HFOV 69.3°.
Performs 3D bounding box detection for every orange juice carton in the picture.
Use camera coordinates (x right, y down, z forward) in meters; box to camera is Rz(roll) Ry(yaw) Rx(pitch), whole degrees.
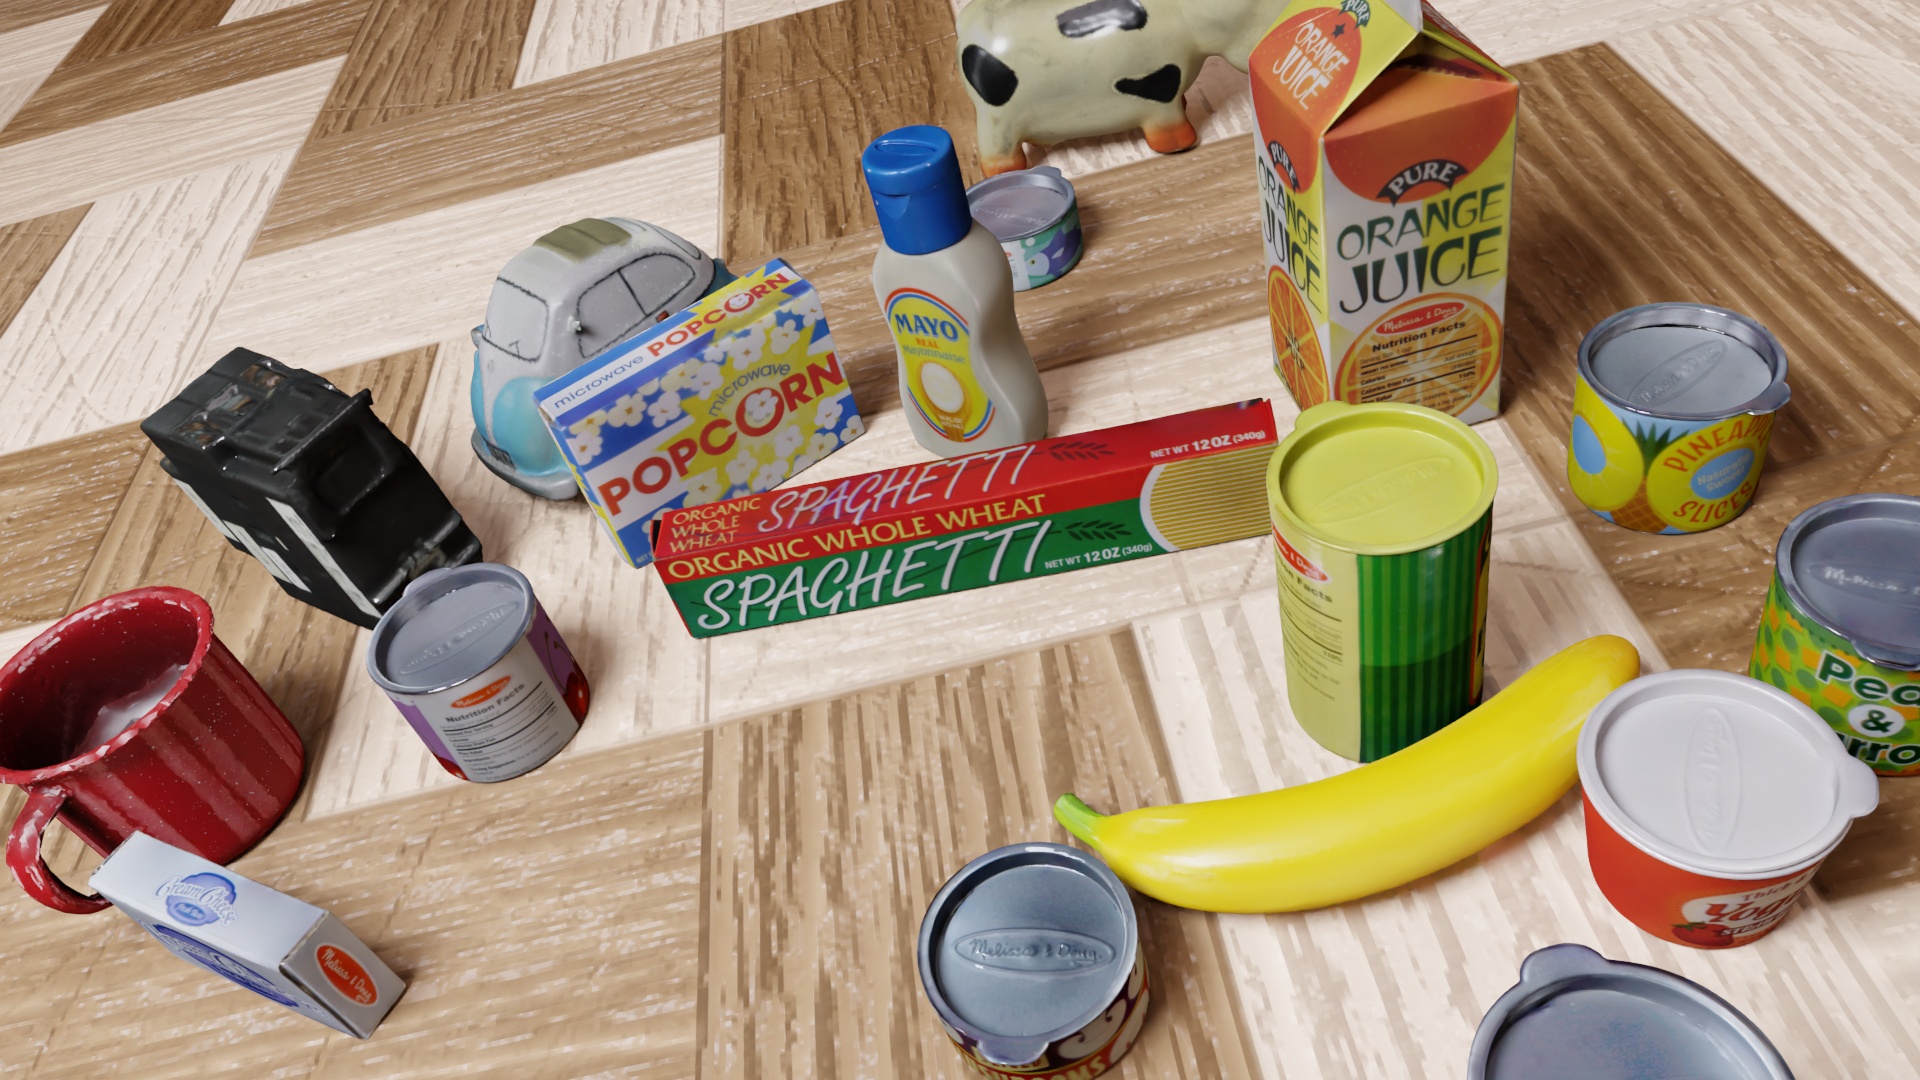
[{"bbox_3d":[0.158,-0.129,0.525,0.073,0.191,0.072,-16,43,1],"label":"orange juice carton"}]

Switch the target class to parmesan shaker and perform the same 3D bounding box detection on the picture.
[{"bbox_3d":[0.135,0.014,0.449,0.071,0.102,0.072,-9,43,9],"label":"parmesan shaker"}]

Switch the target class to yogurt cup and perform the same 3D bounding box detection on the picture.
[{"bbox_3d":[0.210,0.079,0.394,0.072,0.053,0.073,-9,43,9],"label":"yogurt cup"}]

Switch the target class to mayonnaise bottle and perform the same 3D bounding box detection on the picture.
[{"bbox_3d":[-0.005,-0.097,0.577,0.065,0.147,0.041,14,51,29],"label":"mayonnaise bottle"}]

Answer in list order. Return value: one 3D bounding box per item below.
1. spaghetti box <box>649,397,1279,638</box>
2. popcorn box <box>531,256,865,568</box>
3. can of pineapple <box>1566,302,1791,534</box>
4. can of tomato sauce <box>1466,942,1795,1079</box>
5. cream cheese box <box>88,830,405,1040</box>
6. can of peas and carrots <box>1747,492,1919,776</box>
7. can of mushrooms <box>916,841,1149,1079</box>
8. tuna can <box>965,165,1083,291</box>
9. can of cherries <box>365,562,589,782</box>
[{"bbox_3d":[0.002,-0.007,0.552,0.250,0.050,0.029,-11,43,7],"label":"spaghetti box"},{"bbox_3d":[-0.112,-0.056,0.613,0.127,0.084,0.038,-33,45,-17],"label":"popcorn box"},{"bbox_3d":[0.258,-0.043,0.503,0.071,0.057,0.071,-9,43,9],"label":"can of pineapple"},{"bbox_3d":[0.150,0.146,0.322,0.071,0.082,0.071,-9,43,9],"label":"can of tomato sauce"},{"bbox_3d":[-0.246,0.136,0.479,0.104,0.053,0.024,10,49,27],"label":"cream cheese box"},{"bbox_3d":[0.279,0.030,0.420,0.071,0.058,0.071,-9,43,9],"label":"can of peas and carrots"},{"bbox_3d":[0.022,0.129,0.416,0.071,0.033,0.071,-9,43,9],"label":"can of mushrooms"},{"bbox_3d":[0.030,-0.161,0.716,0.071,0.032,0.071,-9,43,9],"label":"tuna can"},{"bbox_3d":[-0.188,0.050,0.546,0.071,0.058,0.072,-9,43,9],"label":"can of cherries"}]
